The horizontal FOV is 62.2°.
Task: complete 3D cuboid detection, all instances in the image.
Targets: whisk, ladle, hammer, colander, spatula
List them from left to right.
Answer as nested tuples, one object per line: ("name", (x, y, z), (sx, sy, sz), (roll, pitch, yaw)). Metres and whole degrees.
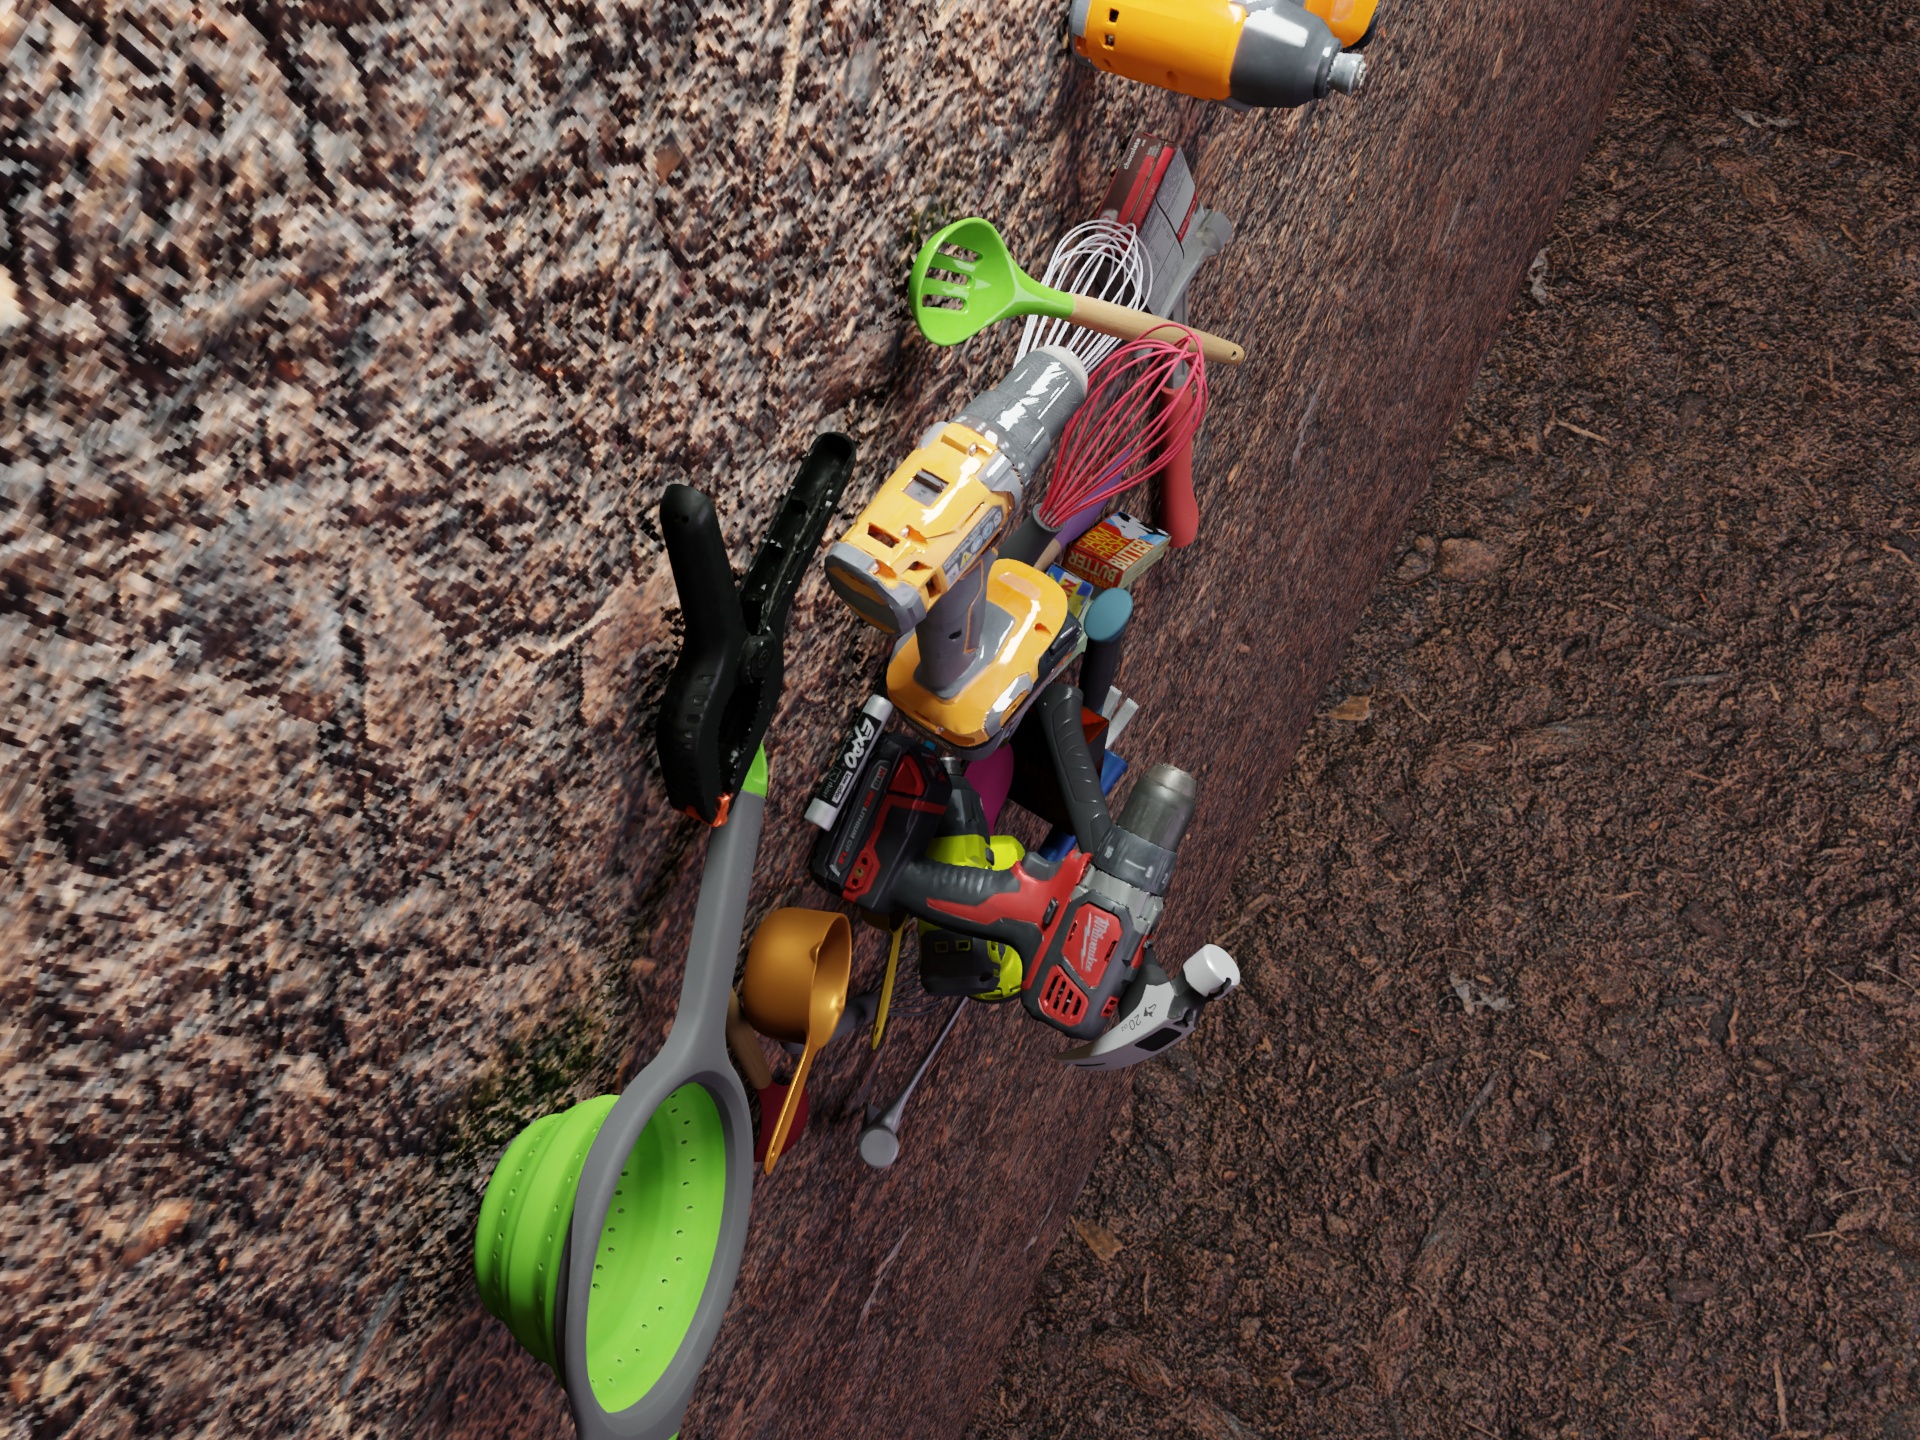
("colander", (-0.182, 0.195, 0.870), (0.204, 0.094, 0.397), (37, 61, -71))
("ladle", (-0.143, 0.237, 1.100), (0.069, 0.031, 0.315), (-57, 159, -28))
("whisk", (-0.072, 0.220, 1.244), (0.239, 0.055, 0.055), (-9, 122, -63))
("hammer", (0.027, 0.202, 1.390), (0.405, 0.035, 0.144), (-57, 180, -9))
("whisk", (0.035, -0.189, 0.998), (0.284, 0.070, 0.070), (-60, 162, 0))
("spatula", (0.057, -0.118, 1.203), (0.316, 0.018, 0.059), (-48, 164, -42))
("whisk", (0.066, -0.140, 1.007), (0.073, 0.073, 0.295), (-47, 179, -43))
("hammer", (0.113, -0.020, 1.361), (0.128, 0.033, 0.330), (-48, 165, -18))
("hammer", (0.097, 0.097, 1.150), (0.035, 0.335, 0.146), (25, 124, -32))
("hammer", (0.177, -0.249, 1.334), (0.149, 0.037, 0.358), (-58, 160, -21))

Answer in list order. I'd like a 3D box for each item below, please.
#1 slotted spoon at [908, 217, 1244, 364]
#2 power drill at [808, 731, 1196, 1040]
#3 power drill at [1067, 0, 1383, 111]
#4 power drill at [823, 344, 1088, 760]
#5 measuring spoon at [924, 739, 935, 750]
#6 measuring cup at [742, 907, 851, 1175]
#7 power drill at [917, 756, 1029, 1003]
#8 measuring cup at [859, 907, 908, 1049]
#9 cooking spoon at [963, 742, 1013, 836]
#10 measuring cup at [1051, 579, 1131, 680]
("slotted spoon", (0.077, -0.239, 0.943), (0.313, 0.031, 0.070), (-2, 117, -47))
("power drill", (0.033, 0.084, 1.060), (0.188, 0.227, 0.080), (-65, 162, 2))
("power drill", (0.181, -0.417, 0.931), (0.226, 0.164, 0.084), (-49, 156, -45))
("power drill", (0.015, -0.094, 0.920), (0.185, 0.084, 0.226), (-51, 157, -16))
("measuring spoon", (-0.002, -0.004, 1.152), (0.128, 0.021, 0.042), (-63, 168, 25))
("measuring cup", (-0.118, 0.200, 1.014), (0.095, 0.052, 0.174), (78, 24, -57))
("power drill", (0.010, 0.133, 1.228), (0.223, 0.080, 0.171), (58, 27, -72))
("measuring cup", (-0.063, 0.174, 1.195), (0.062, 0.029, 0.156), (-32, 135, -67))
("cooking spoon", (0.021, 0.114, 1.400), (0.069, 0.017, 0.318), (-44, 154, -25))
("measuring cup", (0.084, -0.070, 1.311), (0.167, 0.038, 0.083), (-44, 156, -38))
